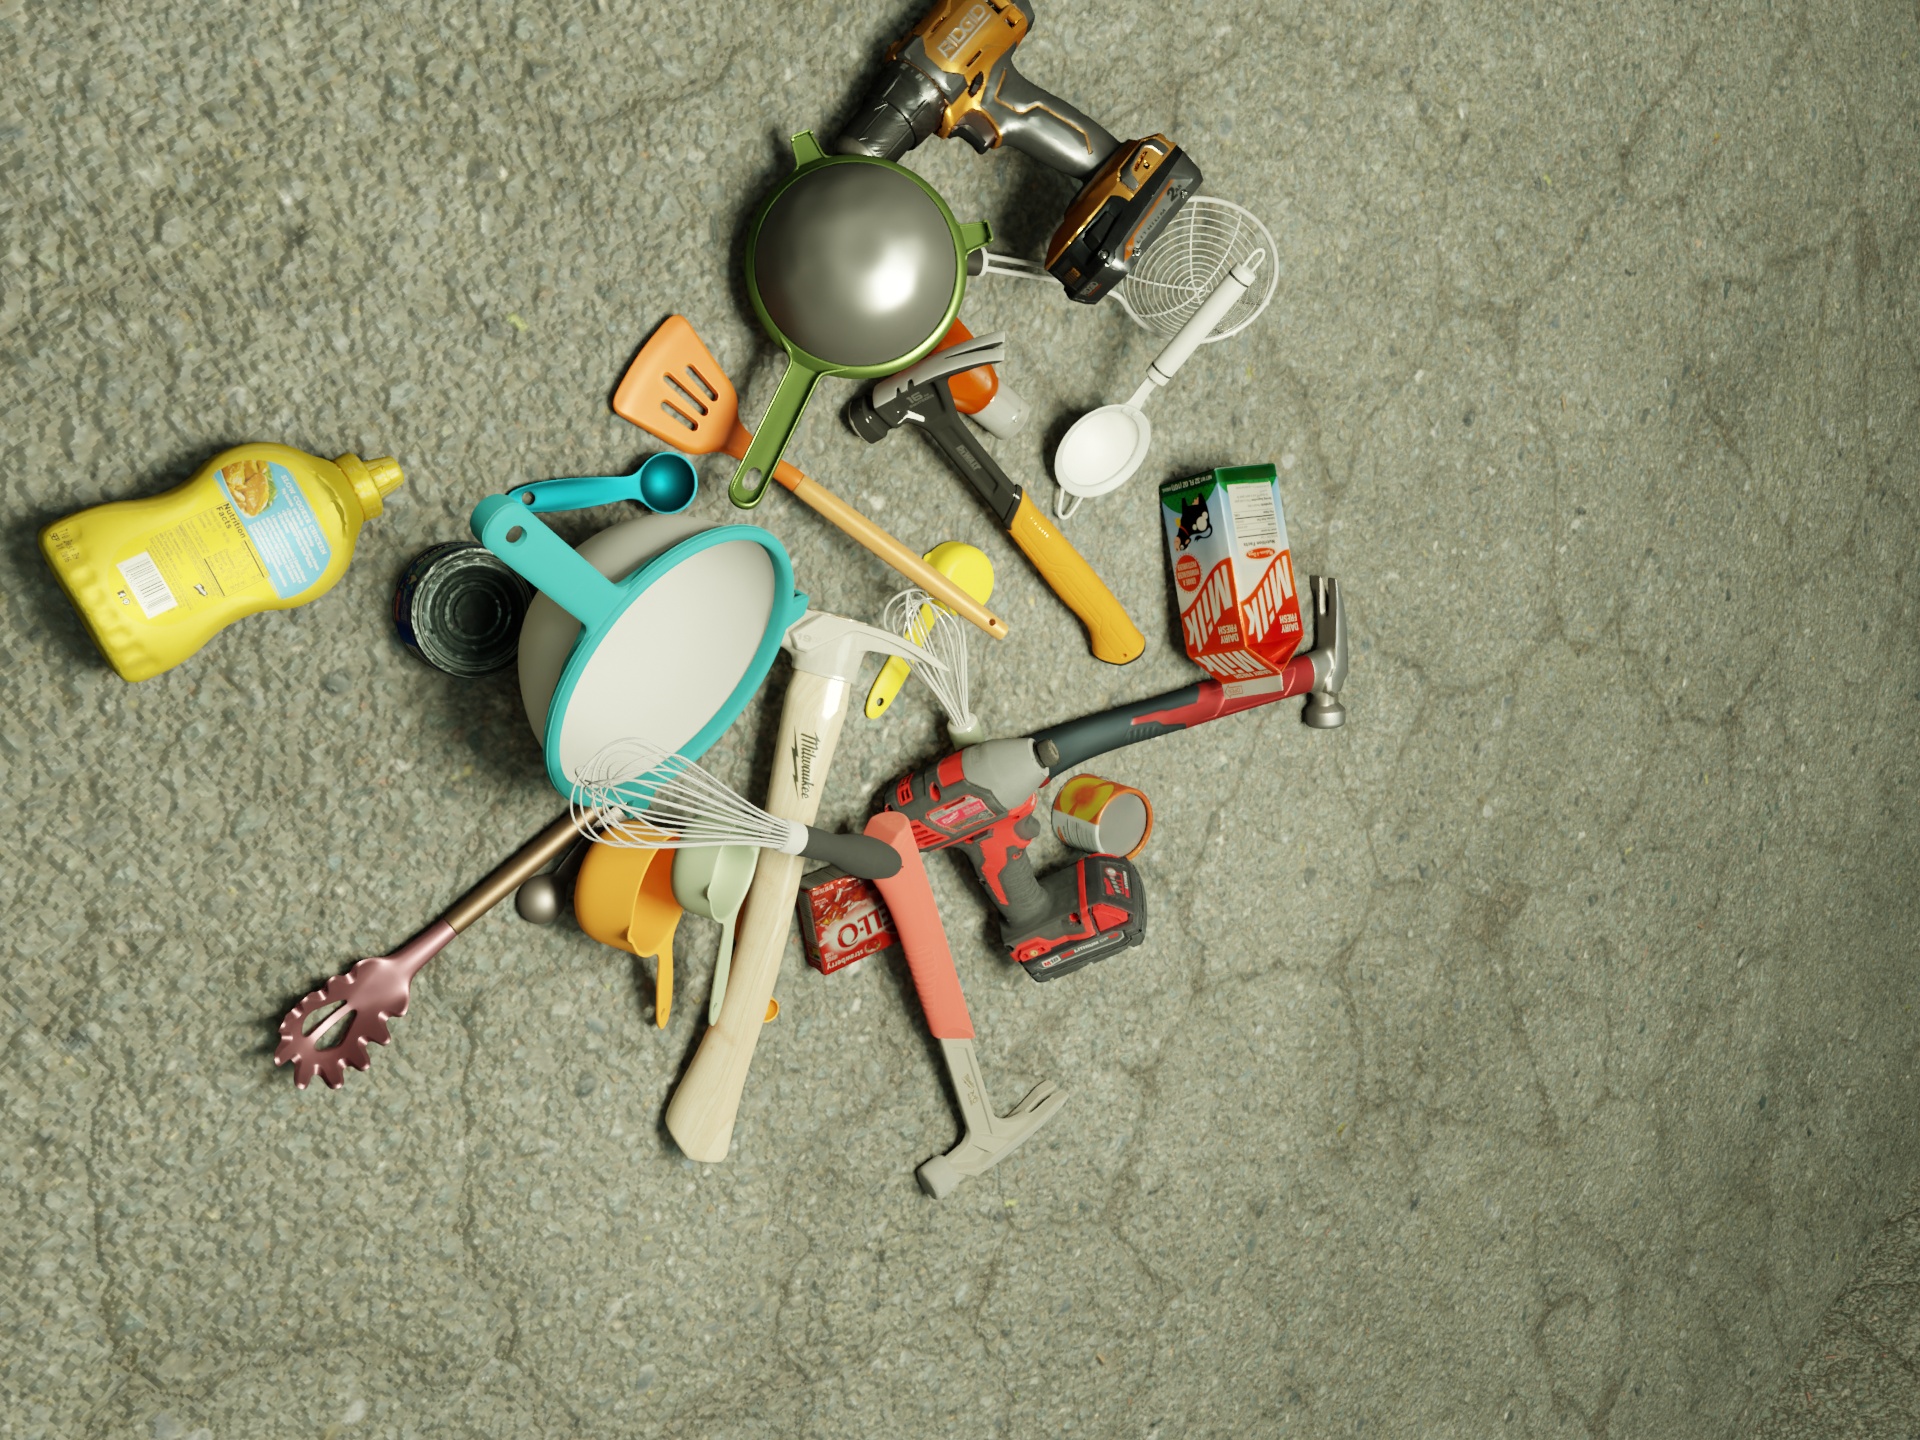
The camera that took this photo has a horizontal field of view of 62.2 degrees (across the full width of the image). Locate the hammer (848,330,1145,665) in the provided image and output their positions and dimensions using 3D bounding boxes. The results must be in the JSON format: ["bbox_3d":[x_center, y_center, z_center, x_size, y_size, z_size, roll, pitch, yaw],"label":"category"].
[{"bbox_3d":[0.060,-0.153,1.229,0.336,0.127,0.034,46,32,-39],"label":"hammer"}]

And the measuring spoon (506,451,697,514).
[{"bbox_3d":[-0.239,-0.154,1.056,0.128,0.021,0.042,-11,109,-25],"label":"measuring spoon"}]

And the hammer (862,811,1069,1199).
[{"bbox_3d":[-0.007,0.219,1.268,0.149,0.037,0.358,-32,126,-26],"label":"hammer"}]

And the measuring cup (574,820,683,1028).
[{"bbox_3d":[-0.228,0.146,1.106,0.095,0.052,0.173,-58,159,-52],"label":"measuring cup"}]

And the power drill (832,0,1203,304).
[{"bbox_3d":[0.036,-0.397,1.126,0.226,0.084,0.185,40,76,-9],"label":"power drill"}]

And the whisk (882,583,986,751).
[{"bbox_3d":[-0.002,-0.004,1.232,0.059,0.058,0.246,-11,127,12],"label":"whisk"}]

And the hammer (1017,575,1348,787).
[{"bbox_3d":[0.198,-0.026,1.391,0.386,0.038,0.143,-15,108,-33],"label":"hammer"}]

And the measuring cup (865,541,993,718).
[{"bbox_3d":[-0.025,-0.067,1.221,0.062,0.029,0.156,37,78,-36],"label":"measuring cup"}]

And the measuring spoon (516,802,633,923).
[{"bbox_3d":[-0.255,0.090,1.094,0.124,0.018,0.034,-50,124,-18],"label":"measuring spoon"}]

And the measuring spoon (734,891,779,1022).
[{"bbox_3d":[-0.157,0.172,1.192,0.021,0.011,0.117,-20,108,-27],"label":"measuring spoon"}]

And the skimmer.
[{"bbox_3d":[0.079,-0.354,1.197,0.363,0.090,0.127,-2,75,-34],"label":"skimmer"}]

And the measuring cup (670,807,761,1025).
[{"bbox_3d":[-0.177,0.138,1.109,0.083,0.038,0.167,-47,150,-63],"label":"measuring cup"}]

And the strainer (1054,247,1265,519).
[{"bbox_3d":[0.150,-0.266,1.243,0.086,0.050,0.258,14,128,-42],"label":"strainer"}]

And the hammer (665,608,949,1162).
[{"bbox_3d":[-0.127,0.126,1.155,0.146,0.038,0.410,14,96,-6],"label":"hammer"}]

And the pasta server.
[{"bbox_3d":[-0.312,0.119,1.046,0.316,0.040,0.060,-42,111,-23],"label":"pasta server"}]

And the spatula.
[{"bbox_3d":[-0.092,-0.153,1.112,0.322,0.041,0.081,35,78,-15],"label":"spatula"}]

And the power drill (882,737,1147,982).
[{"bbox_3d":[0.053,0.102,1.253,0.143,0.079,0.219,-26,126,20],"label":"power drill"}]

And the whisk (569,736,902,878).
[{"bbox_3d":[-0.137,0.071,1.042,0.284,0.070,0.070,22,87,-47],"label":"whisk"}]

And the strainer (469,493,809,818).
[{"bbox_3d":[-0.225,-0.073,0.962,0.211,0.095,0.340,-52,159,-6],"label":"strainer"}]

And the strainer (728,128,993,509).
[{"bbox_3d":[-0.092,-0.258,1.047,0.151,0.069,0.256,26,89,-5],"label":"strainer"}]
